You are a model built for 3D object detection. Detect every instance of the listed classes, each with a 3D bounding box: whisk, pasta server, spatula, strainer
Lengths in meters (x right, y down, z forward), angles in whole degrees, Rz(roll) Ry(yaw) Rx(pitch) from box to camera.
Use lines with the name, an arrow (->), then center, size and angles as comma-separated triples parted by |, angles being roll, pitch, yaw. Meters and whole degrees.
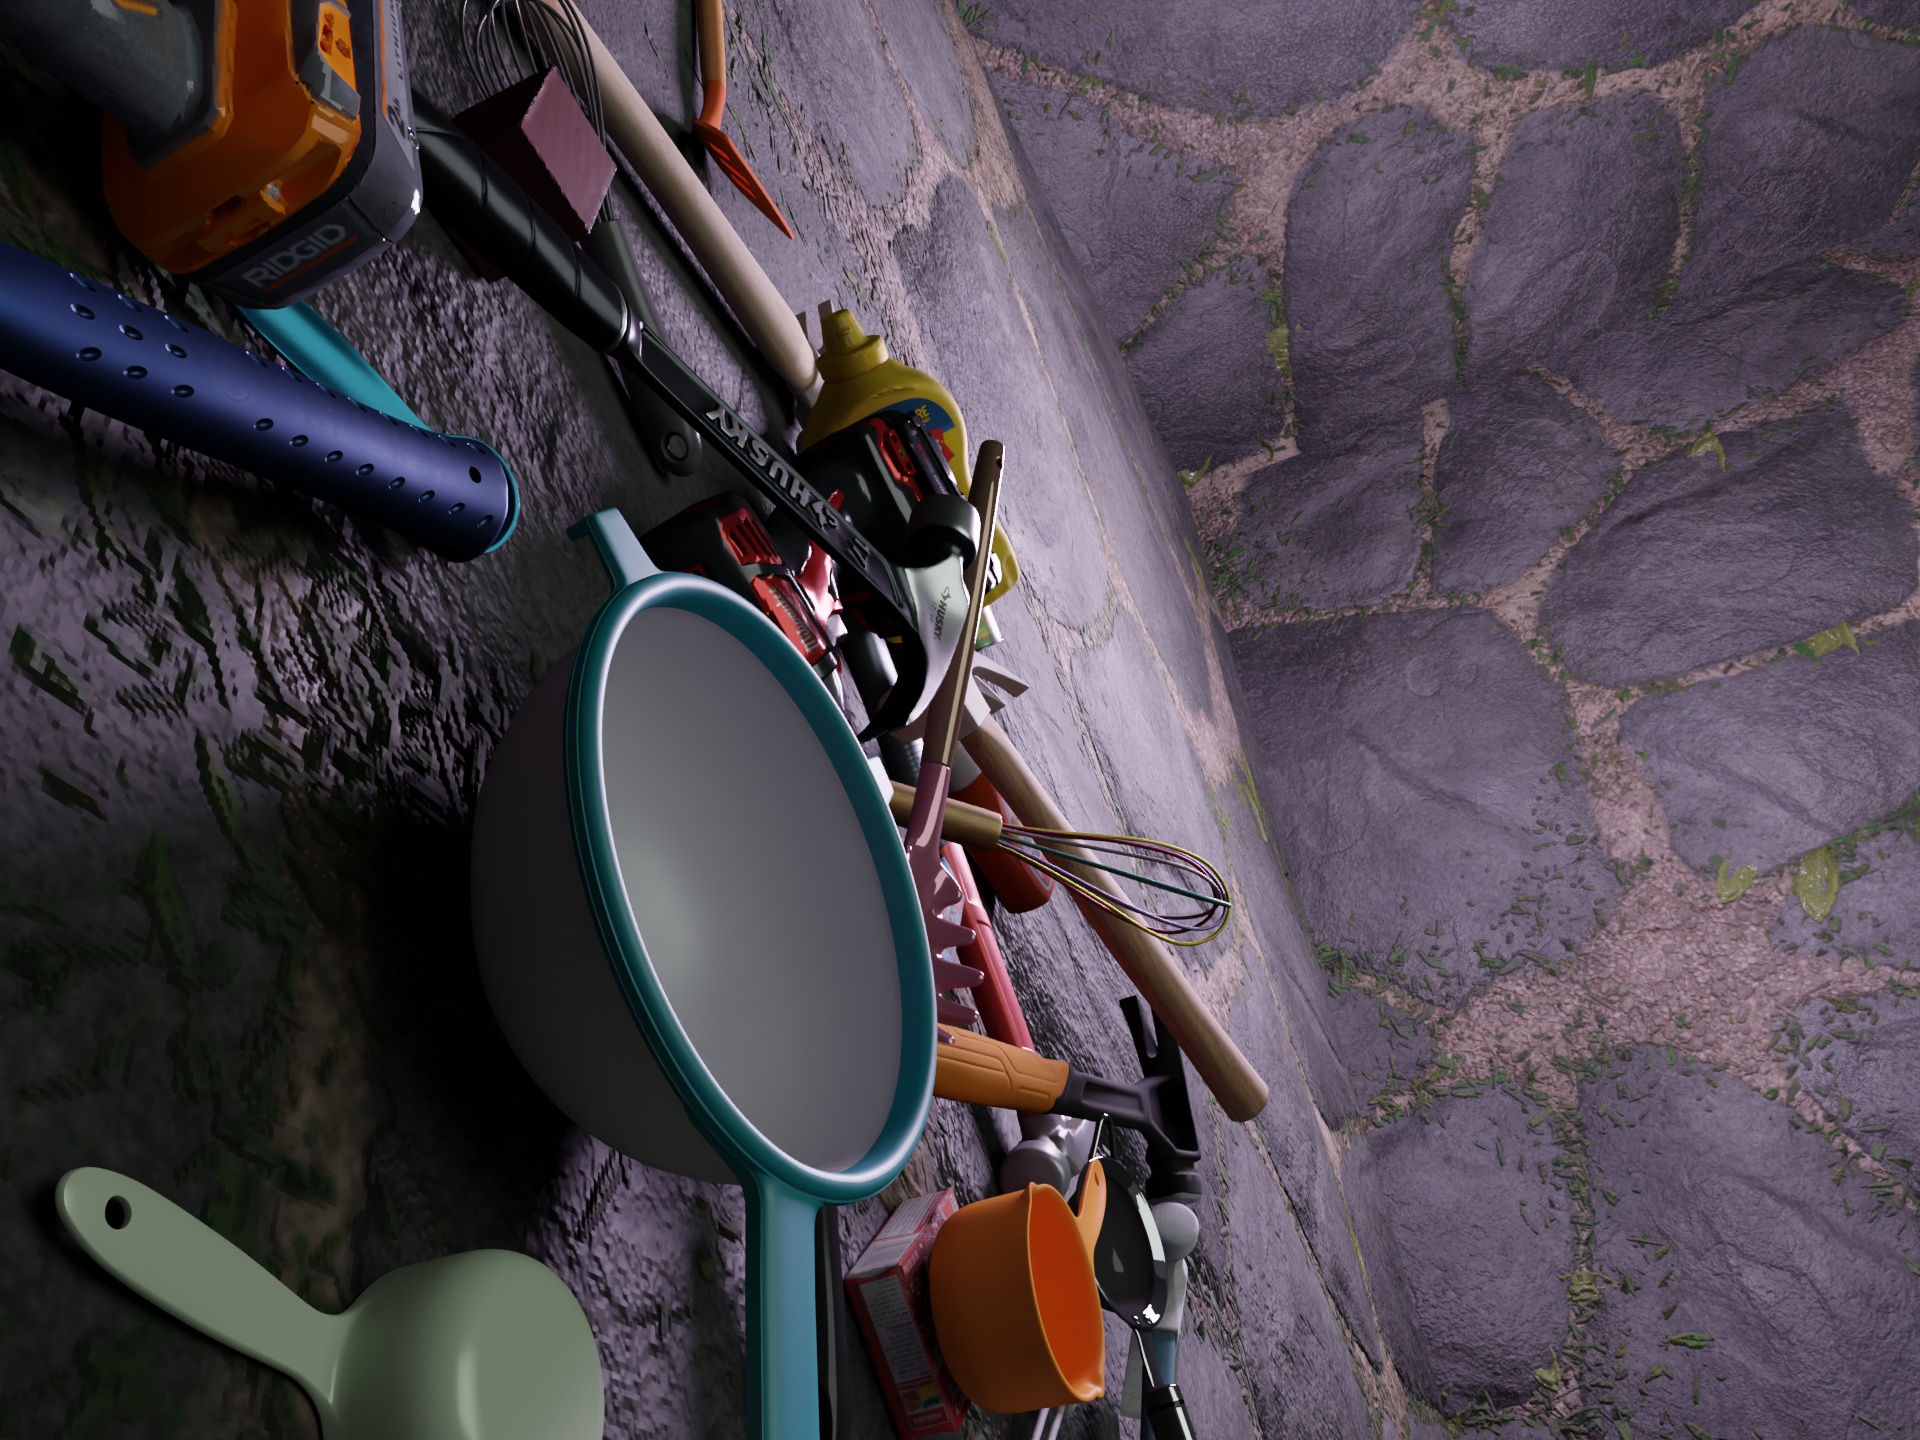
whisk -> -0.059, 0.148, 0.626 | 0.073, 0.073, 0.296 | 52, 29, -50
pasta server -> -0.001, -0.002, 0.764 | 0.060, 0.040, 0.316 | 38, 54, -46
whisk -> 0.037, 0.069, 0.836 | 0.051, 0.245, 0.047 | -138, -113, -73
spatula -> -0.155, -0.433, 1.051 | 0.080, 0.041, 0.323 | 51, 24, -49
strainer -> 0.093, 0.320, 0.766 | 0.086, 0.050, 0.259 | 28, 35, -50
whisk -> -0.171, -0.227, 0.741 | 0.055, 0.055, 0.239 | -61, 134, -70
strainer -> -0.089, 0.116, 0.493 | 0.210, 0.095, 0.341 | 47, 29, -49

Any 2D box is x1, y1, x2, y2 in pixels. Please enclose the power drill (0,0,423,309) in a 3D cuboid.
power drill -> -0.247, -0.223, 0.401 | 0.226, 0.084, 0.164 | 32, 40, -60

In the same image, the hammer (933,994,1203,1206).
hammer -> 0.035, 0.181, 0.830 | 0.336, 0.034, 0.127 | 28, 48, -52

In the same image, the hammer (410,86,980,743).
hammer -> -0.129, -0.143, 0.632 | 0.408, 0.036, 0.149 | 41, 42, -36

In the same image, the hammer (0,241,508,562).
hammer -> -0.234, -0.096, 0.339 | 0.405, 0.035, 0.144 | 22, 49, -67

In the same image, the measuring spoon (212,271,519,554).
measuring spoon -> -0.201, -0.103, 0.531 | 0.128, 0.021, 0.042 | 48, 50, -35

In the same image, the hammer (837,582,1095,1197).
hammer -> -0.006, 0.080, 0.930 | 0.143, 0.038, 0.386 | -23, 93, -76

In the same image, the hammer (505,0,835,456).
hammer -> -0.166, -0.310, 0.868 | 0.410, 0.038, 0.146 | 51, 23, -50

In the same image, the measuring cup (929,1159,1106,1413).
measuring cup -> 0.031, 0.240, 0.713 | 0.173, 0.052, 0.095 | -30, 102, -76

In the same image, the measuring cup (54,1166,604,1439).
measuring cup -> -0.140, 0.145, 0.378 | 0.083, 0.038, 0.167 | -94, 160, -46

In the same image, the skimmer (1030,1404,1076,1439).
skimmer -> 0.062, 0.339, 0.735 | 0.127, 0.090, 0.363 | 66, 15, -4

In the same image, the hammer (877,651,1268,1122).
hammer -> 0.075, 0.094, 0.916 | 0.331, 0.031, 0.130 | 54, 25, -8

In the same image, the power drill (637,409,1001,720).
power drill -> -0.064, -0.062, 0.782 | 0.143, 0.078, 0.220 | 61, 30, -13

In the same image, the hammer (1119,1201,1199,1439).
hammer -> 0.097, 0.418, 0.806 | 0.331, 0.033, 0.128 | -77, 171, -54
